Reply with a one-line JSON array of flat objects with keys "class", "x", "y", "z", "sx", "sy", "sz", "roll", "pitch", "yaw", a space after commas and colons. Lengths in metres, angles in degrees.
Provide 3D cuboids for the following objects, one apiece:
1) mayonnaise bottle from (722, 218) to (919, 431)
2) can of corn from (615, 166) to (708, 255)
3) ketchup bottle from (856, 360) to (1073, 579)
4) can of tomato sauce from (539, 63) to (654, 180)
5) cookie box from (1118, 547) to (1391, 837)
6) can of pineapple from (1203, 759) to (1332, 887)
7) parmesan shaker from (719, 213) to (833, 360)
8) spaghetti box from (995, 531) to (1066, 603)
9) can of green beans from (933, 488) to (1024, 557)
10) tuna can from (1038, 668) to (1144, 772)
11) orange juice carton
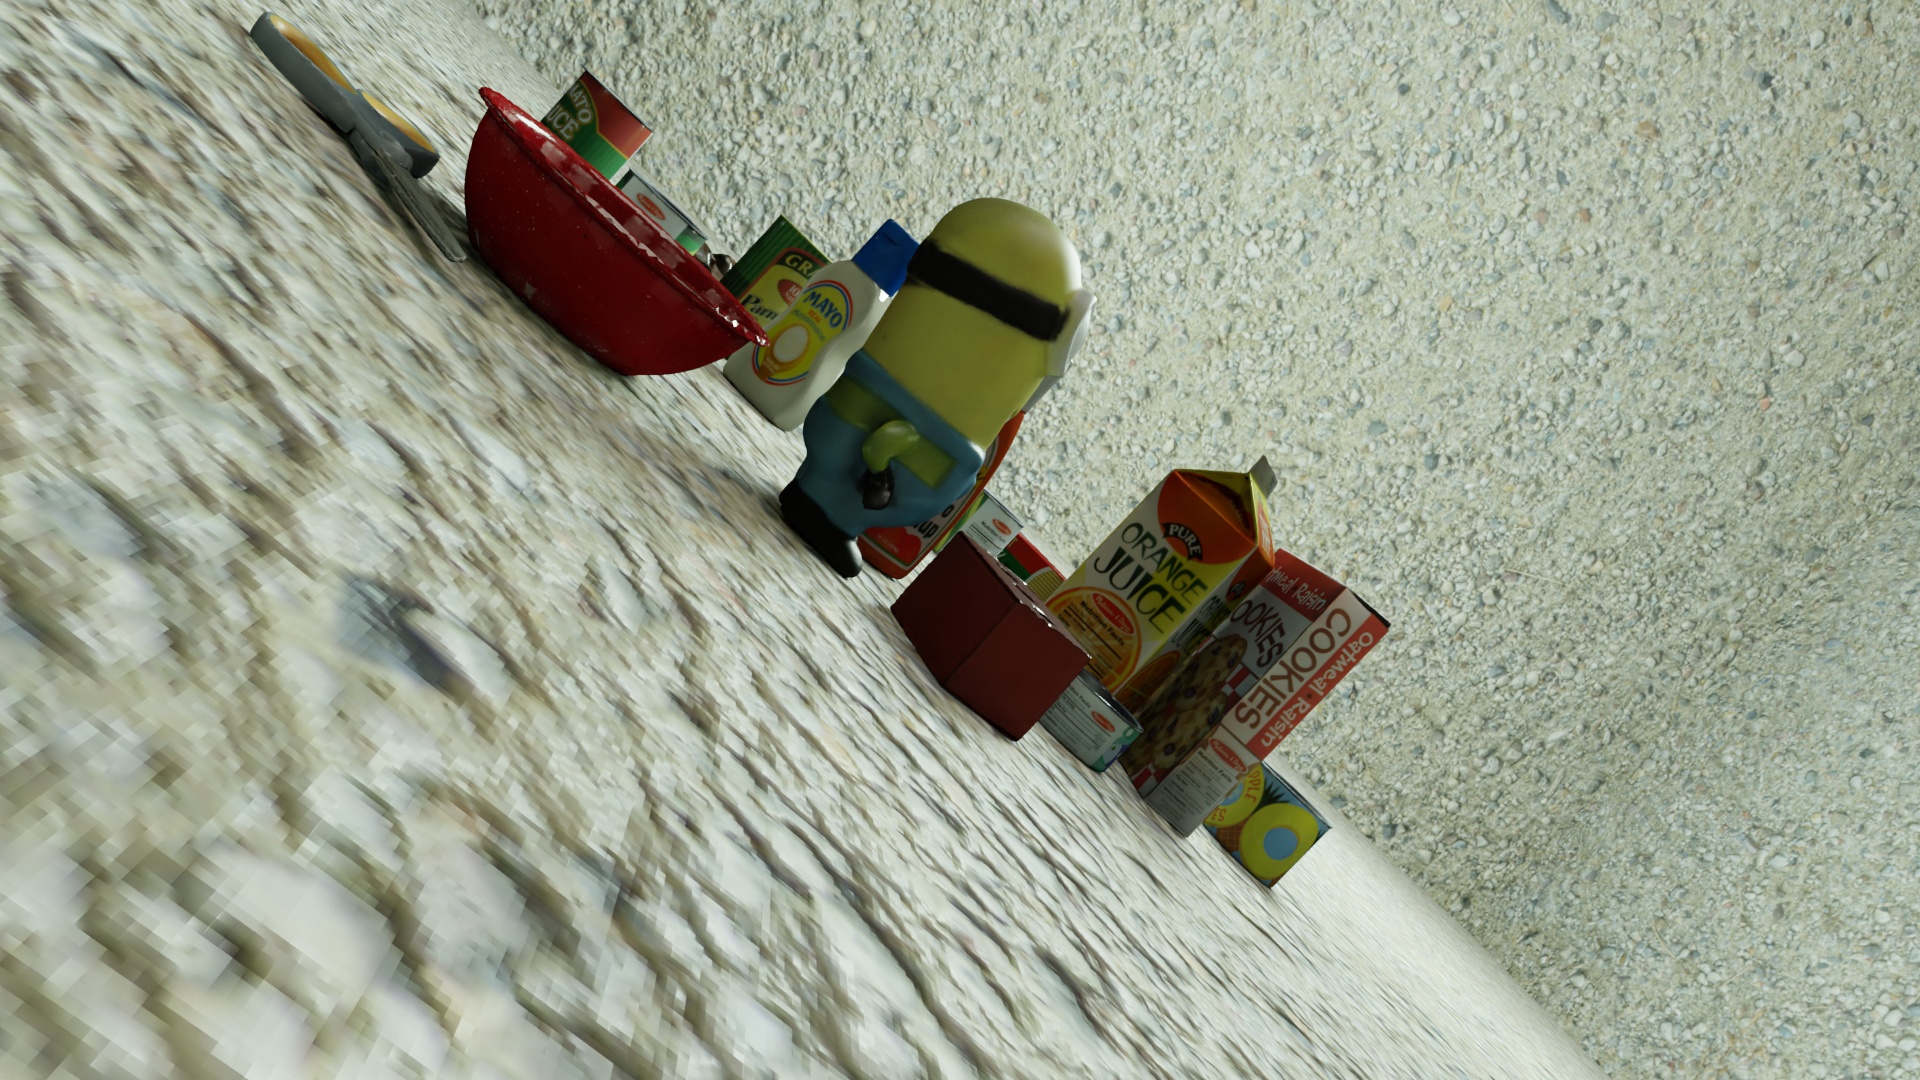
[{"class": "mayonnaise bottle", "x": -0.084, "y": -0.143, "z": 0.899, "sx": 0.065, "sy": 0.148, "sz": 0.041, "roll": 45, "pitch": 4, "yaw": 19}, {"class": "can of corn", "x": -0.208, "y": -0.198, "z": 0.904, "sx": 0.071, "sy": 0.058, "sz": 0.071, "roll": 43, "pitch": 4, "yaw": -4}, {"class": "ketchup bottle", "x": -0.005, "y": -0.051, "z": 0.726, "sx": 0.064, "sy": 0.148, "sz": 0.044, "roll": 41, "pitch": 5, "yaw": -35}, {"class": "can of tomato sauce", "x": -0.285, "y": -0.303, "z": 1.049, "sx": 0.071, "sy": 0.083, "sz": 0.071, "roll": 43, "pitch": 4, "yaw": -4}, {"class": "cookie box", "x": 0.167, "y": 0.086, "z": 0.836, "sx": 0.040, "sy": 0.167, "sz": 0.123, "roll": 43, "pitch": 4, "yaw": -11}, {"class": "can of pineapple", "x": 0.199, "y": 0.183, "z": 0.912, "sx": 0.071, "sy": 0.058, "sz": 0.071, "roll": 43, "pitch": 4, "yaw": -4}, {"class": "parmesan shaker", "x": -0.139, "y": -0.176, "z": 1.012, "sx": 0.071, "sy": 0.103, "sz": 0.071, "roll": 43, "pitch": 4, "yaw": -4}, {"class": "spaghetti box", "x": 0.023, "y": 0.004, "z": 1.105, "sx": 0.028, "sy": 0.050, "sz": 0.251, "roll": 40, "pitch": 5, "yaw": -42}, {"class": "can of green beans", "x": 0.005, "y": -0.012, "z": 1.036, "sx": 0.071, "sy": 0.058, "sz": 0.071, "roll": 43, "pitch": 4, "yaw": -4}, {"class": "tuna can", "x": 0.064, "y": 0.090, "z": 0.748, "sx": 0.071, "sy": 0.033, "sz": 0.071, "roll": 43, "pitch": 4, "yaw": -4}, {"class": "orange juice carton", "x": 0.123, "y": 0.026, "z": 0.843, "sx": 0.073, "sy": 0.192, "sz": 0.071, "roll": 45, "pitch": 4, "yaw": 23}]
